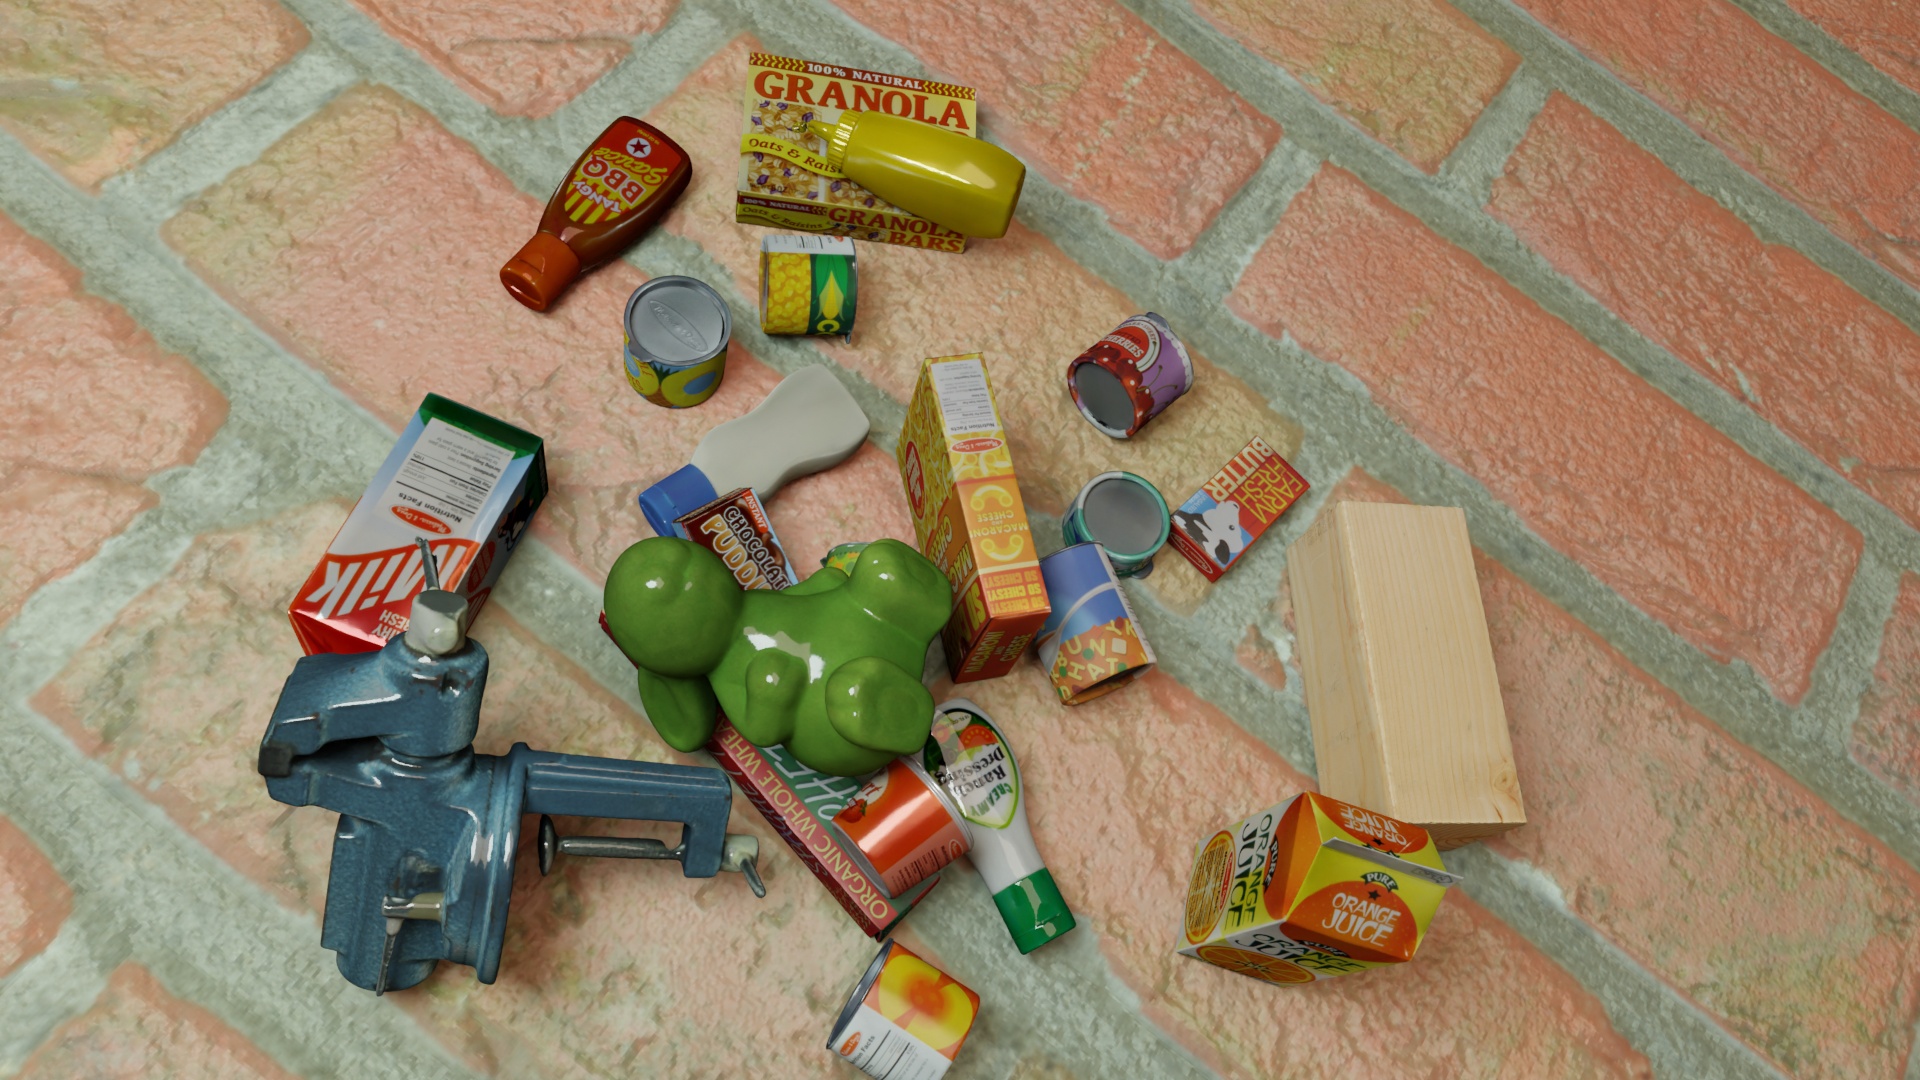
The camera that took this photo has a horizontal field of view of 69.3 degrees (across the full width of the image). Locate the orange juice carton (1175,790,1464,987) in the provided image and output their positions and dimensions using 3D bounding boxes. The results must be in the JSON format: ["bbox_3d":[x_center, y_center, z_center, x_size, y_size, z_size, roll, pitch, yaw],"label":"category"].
[{"bbox_3d":[0.191,0.191,0.760,0.072,0.191,0.073,20,64,-6],"label":"orange juice carton"}]

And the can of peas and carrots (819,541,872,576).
[{"bbox_3d":[-0.056,0.041,0.838,0.071,0.070,0.059,13,64,-8],"label":"can of peas and carrots"}]

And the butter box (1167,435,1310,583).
[{"bbox_3d":[0.189,-0.023,0.951,0.053,0.024,0.104,45,64,9],"label":"butter box"}]

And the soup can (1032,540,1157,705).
[{"bbox_3d":[0.073,0.053,0.865,0.071,0.071,0.084,-17,72,-21],"label":"soup can"}]

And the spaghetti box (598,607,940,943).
[{"bbox_3d":[-0.112,0.121,0.807,0.050,0.028,0.250,-38,80,-27],"label":"spaghetti box"}]

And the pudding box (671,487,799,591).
[{"bbox_3d":[-0.131,0.015,0.832,0.050,0.030,0.083,-29,104,-24],"label":"pudding box"}]

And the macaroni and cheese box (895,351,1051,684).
[{"bbox_3d":[0.003,-0.011,0.843,0.040,0.123,0.167,-8,69,-14],"label":"macaroni and cheese box"}]

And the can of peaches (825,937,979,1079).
[{"bbox_3d":[-0.029,0.256,0.746,0.058,0.071,0.071,32,63,2],"label":"can of peaches"}]

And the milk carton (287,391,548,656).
[{"bbox_3d":[-0.309,0.020,0.779,0.073,0.072,0.191,23,62,-3],"label":"milk carton"}]

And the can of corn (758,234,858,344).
[{"bbox_3d":[-0.102,-0.166,0.921,0.058,0.071,0.071,-1,67,-14],"label":"can of corn"}]

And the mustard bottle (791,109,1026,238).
[{"bbox_3d":[-0.037,-0.255,0.935,0.160,0.065,0.049,22,69,0],"label":"mustard bottle"}]

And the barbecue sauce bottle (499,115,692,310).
[{"bbox_3d":[-0.243,-0.214,0.918,0.065,0.043,0.149,33,63,1],"label":"barbecue sauce bottle"}]

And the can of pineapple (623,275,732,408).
[{"bbox_3d":[-0.183,-0.125,0.885,0.071,0.057,0.071,5,65,-12],"label":"can of pineapple"}]

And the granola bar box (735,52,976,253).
[{"bbox_3d":[-0.073,-0.276,0.992,0.166,0.039,0.124,6,66,-11],"label":"granola bar box"}]

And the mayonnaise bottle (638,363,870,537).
[{"bbox_3d":[-0.131,-0.052,0.875,0.149,0.041,0.065,-35,82,-24],"label":"mayonnaise bottle"}]

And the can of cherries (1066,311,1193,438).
[{"bbox_3d":[0.115,-0.114,0.948,0.058,0.071,0.071,-38,80,-25],"label":"can of cherries"}]

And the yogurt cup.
[{"bbox_3d":[-0.034,0.158,0.758,0.054,0.072,0.072,-37,79,-18],"label":"yogurt cup"}]

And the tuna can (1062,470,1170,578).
[{"bbox_3d":[0.105,-0.009,0.919,0.071,0.032,0.071,5,65,-11],"label":"tuna can"}]

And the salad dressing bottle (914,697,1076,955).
[{"bbox_3d":[0.018,0.166,0.811,0.064,0.043,0.148,-22,73,-23],"label":"salad dressing bottle"}]
